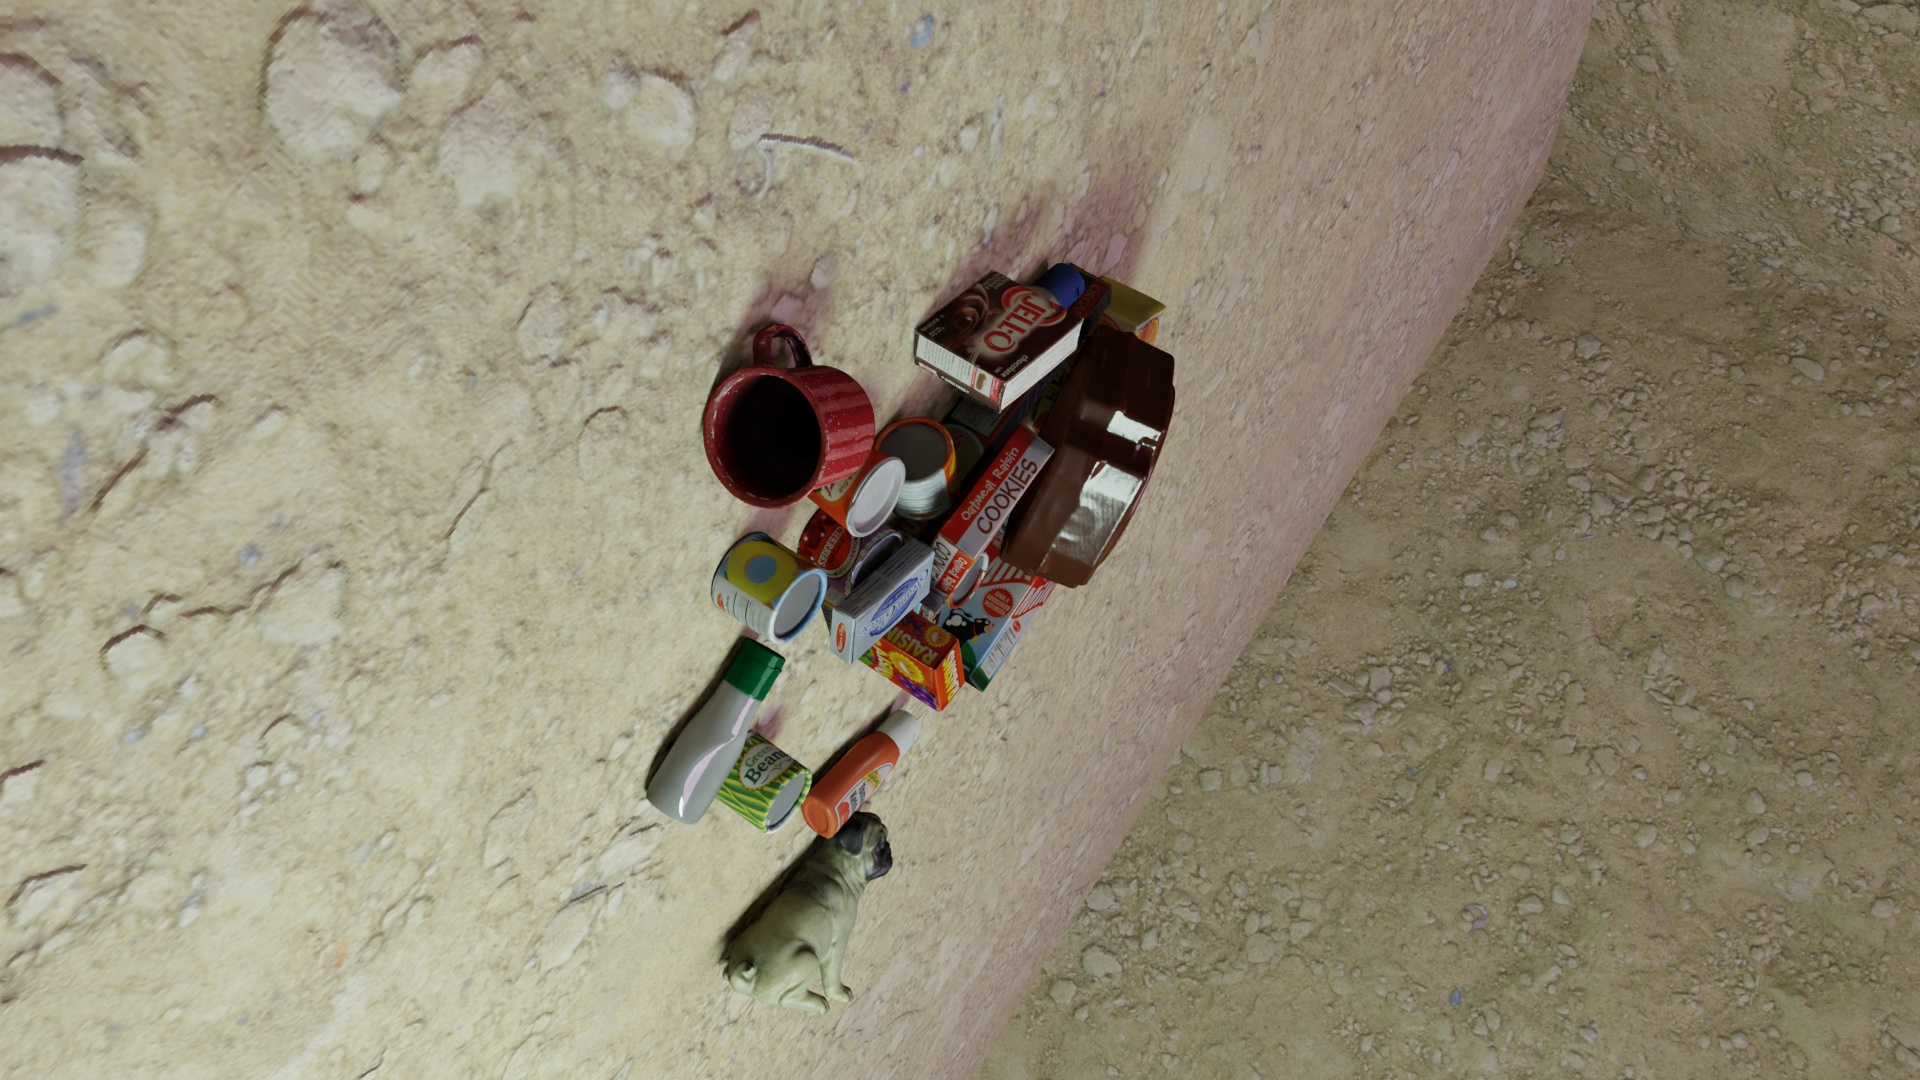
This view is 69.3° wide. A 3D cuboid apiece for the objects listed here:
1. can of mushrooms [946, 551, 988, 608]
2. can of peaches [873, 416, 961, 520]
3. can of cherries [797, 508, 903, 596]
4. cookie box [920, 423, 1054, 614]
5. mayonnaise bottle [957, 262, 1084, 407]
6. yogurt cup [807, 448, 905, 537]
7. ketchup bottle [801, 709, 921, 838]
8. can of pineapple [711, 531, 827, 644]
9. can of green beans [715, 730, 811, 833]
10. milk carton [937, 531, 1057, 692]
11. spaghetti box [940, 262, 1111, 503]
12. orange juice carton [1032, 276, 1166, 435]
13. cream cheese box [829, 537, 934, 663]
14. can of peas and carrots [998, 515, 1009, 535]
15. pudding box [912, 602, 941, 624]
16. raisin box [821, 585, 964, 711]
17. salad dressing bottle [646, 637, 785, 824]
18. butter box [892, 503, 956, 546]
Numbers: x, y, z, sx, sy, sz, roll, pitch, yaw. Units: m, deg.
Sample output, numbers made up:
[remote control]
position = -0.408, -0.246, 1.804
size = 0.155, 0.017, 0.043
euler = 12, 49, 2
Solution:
[can of mushrooms]
position = -0.005, 0.034, 1.367
size = 0.071, 0.033, 0.070
euler = -48, 157, -28
[can of peaches]
position = -0.036, -0.060, 1.131
size = 0.071, 0.071, 0.057
euler = -52, 157, -20
[can of cherries]
position = -0.089, 0.008, 1.107
size = 0.072, 0.058, 0.071
euler = -47, 157, -28
[cookie box]
position = 0.013, -0.016, 1.188
size = 0.123, 0.040, 0.167
euler = -54, 179, -22
[mayonnaise bottle]
position = 0.052, -0.183, 1.196
size = 0.149, 0.041, 0.064
euler = -48, 154, -26
[yogurt cup]
position = -0.083, -0.044, 1.058
size = 0.073, 0.054, 0.072
euler = -48, 156, -29
[ketchup bottle]
position = -0.098, 0.230, 1.402
size = 0.149, 0.043, 0.064
euler = -44, 154, -37
[can of pineapple]
position = -0.139, 0.034, 1.027
size = 0.071, 0.058, 0.070
euler = -47, 156, -29
[can of green beans]
position = -0.170, 0.209, 1.191
size = 0.071, 0.058, 0.071
euler = -47, 156, -29
[milk carton]
position = 0.042, 0.055, 1.447
size = 0.191, 0.072, 0.073
euler = -55, 159, -10
[spaghetti box]
position = 0.048, -0.142, 1.229
size = 0.251, 0.050, 0.028
euler = -53, 160, -17
[orange juice carton]
position = 0.130, -0.153, 1.368
size = 0.072, 0.073, 0.191
euler = -38, 150, -50
[cream cheese box]
position = -0.061, 0.047, 1.102
size = 0.104, 0.024, 0.053
euler = -42, 155, -38
[can of peas and carrots]
position = 0.074, -0.033, 1.404
size = 0.059, 0.071, 0.070
euler = -20, 136, -60
[pudding box]
position = -0.039, 0.053, 1.320
size = 0.050, 0.030, 0.083
euler = -34, 147, -47
[raisin box]
position = -0.058, 0.086, 1.189
size = 0.040, 0.123, 0.085
euler = -50, 158, -24
[salad dressing bottle]
position = -0.189, 0.148, 1.089
size = 0.147, 0.044, 0.064
euler = -59, 157, -4
[butter box]
position = -0.041, -0.002, 1.249
size = 0.104, 0.024, 0.053
euler = -50, 158, -23
